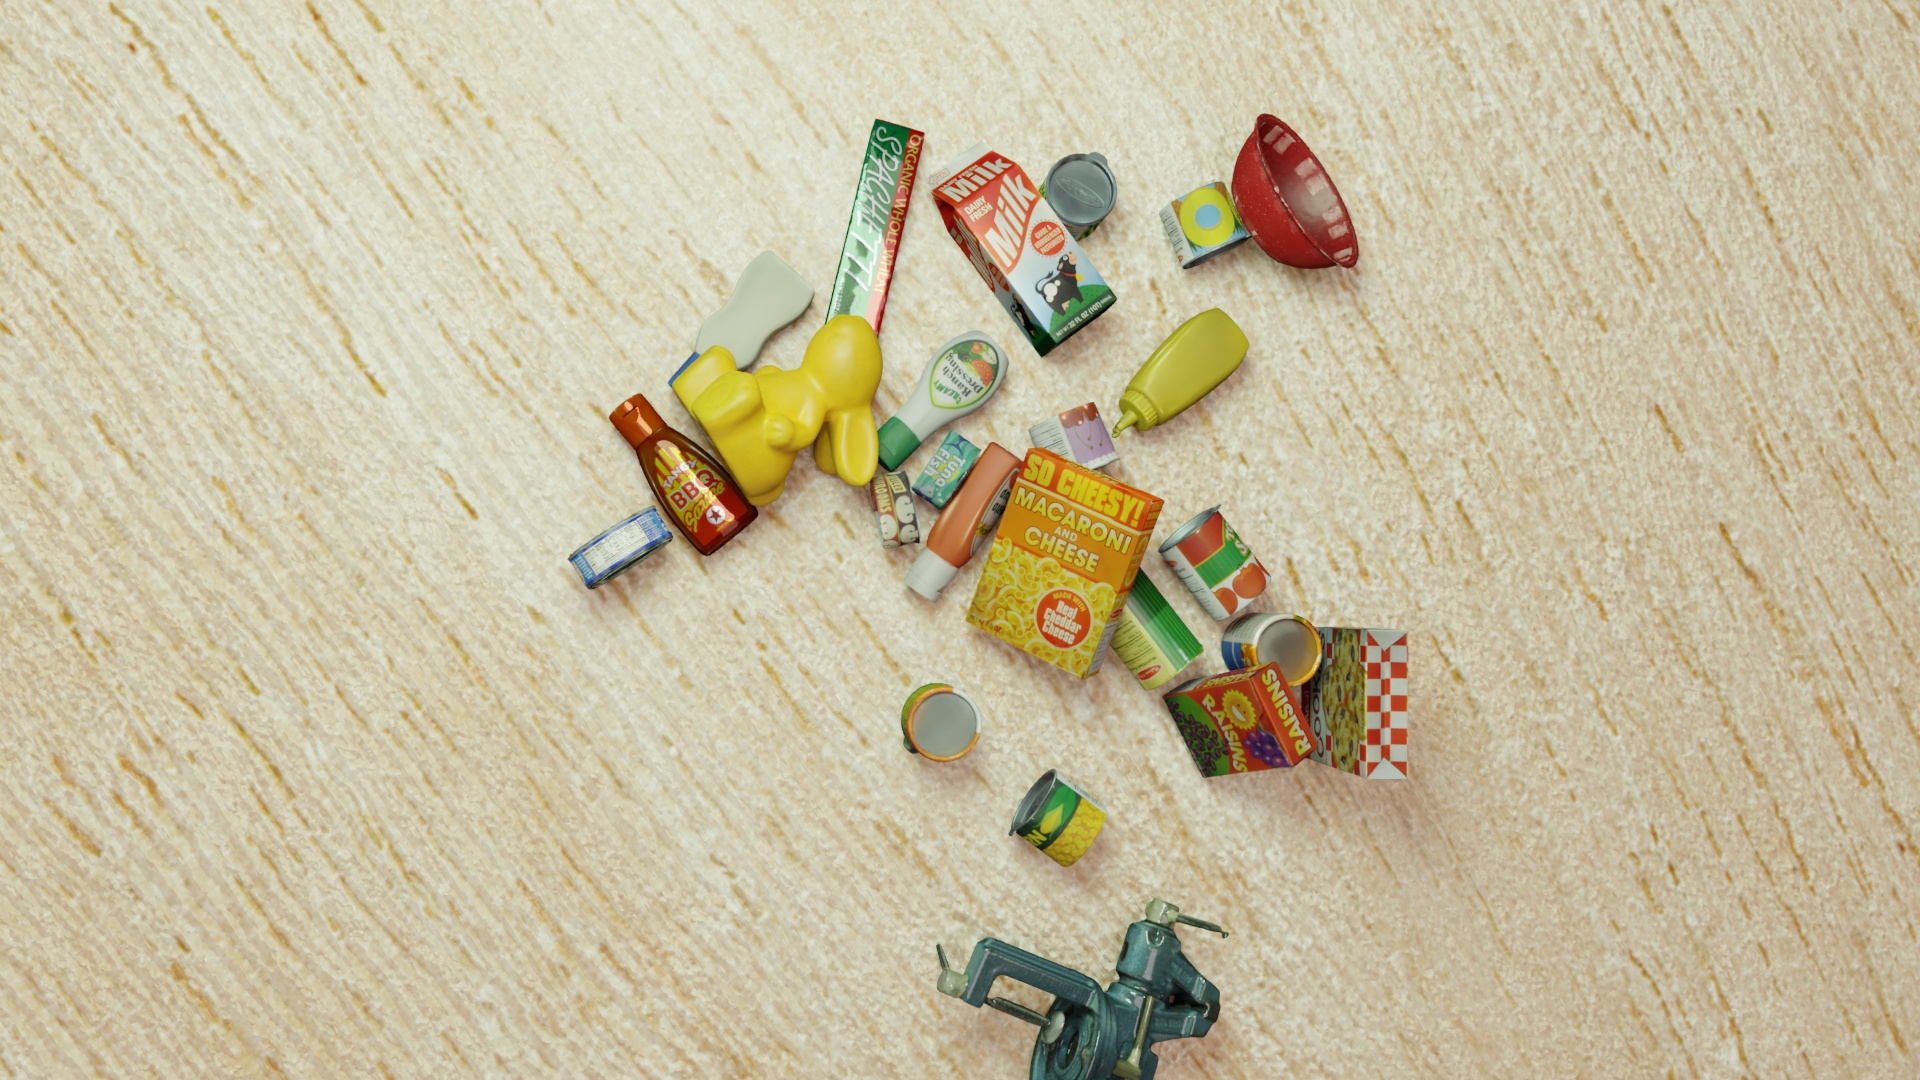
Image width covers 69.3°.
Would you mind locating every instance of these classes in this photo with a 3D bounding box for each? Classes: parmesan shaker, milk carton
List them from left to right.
[{"bbox_3d":[0.050,-0.266,1.248,0.072,0.073,0.190,-36,91,-8],"label":"milk carton"},{"bbox_3d":[0.162,0.073,1.244,0.071,0.071,0.103,-38,92,-8],"label":"parmesan shaker"}]

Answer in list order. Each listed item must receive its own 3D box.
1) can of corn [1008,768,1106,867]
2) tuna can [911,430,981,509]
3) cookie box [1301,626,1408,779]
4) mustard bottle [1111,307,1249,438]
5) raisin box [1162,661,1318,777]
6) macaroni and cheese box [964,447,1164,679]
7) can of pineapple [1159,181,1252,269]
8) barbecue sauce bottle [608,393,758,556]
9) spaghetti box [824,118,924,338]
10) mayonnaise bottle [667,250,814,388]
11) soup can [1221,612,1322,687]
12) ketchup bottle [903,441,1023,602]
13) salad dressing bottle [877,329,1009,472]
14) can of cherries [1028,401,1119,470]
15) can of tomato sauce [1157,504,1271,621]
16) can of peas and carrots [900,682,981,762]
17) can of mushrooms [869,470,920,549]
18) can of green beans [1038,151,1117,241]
[{"bbox_3d":[0.085,0.247,1.224,0.058,0.071,0.071,37,83,-5],"label":"can of corn"},{"bbox_3d":[-0.013,-0.063,1.228,0.033,0.071,0.071,35,83,-3],"label":"tuna can"},{"bbox_3d":[0.343,0.138,1.216,0.040,0.167,0.123,1,87,-4],"label":"cookie box"},{"bbox_3d":[0.190,-0.145,1.264,0.161,0.048,0.065,-41,91,-16],"label":"mustard bottle"},{"bbox_3d":[0.244,0.159,1.221,0.040,0.123,0.086,-26,91,-32],"label":"raisin box"},{"bbox_3d":[0.089,0.018,1.204,0.124,0.040,0.166,25,104,22],"label":"macaroni and cheese box"},{"bbox_3d":[0.225,-0.290,1.277,0.071,0.071,0.058,-24,90,-8],"label":"can of pineapple"},{"bbox_3d":[-0.245,-0.061,1.211,0.065,0.043,0.148,-40,92,-6],"label":"barbecue sauce bottle"},{"bbox_3d":[-0.083,-0.256,1.253,0.050,0.028,0.250,13,85,-7],"label":"spaghetti box"},{"bbox_3d":[-0.197,-0.183,1.227,0.065,0.041,0.148,41,84,-7],"label":"mayonnaise bottle"},{"bbox_3d":[0.282,0.100,1.251,0.071,0.083,0.071,0,87,-8],"label":"soup can"},{"bbox_3d":[0.004,-0.015,1.235,0.043,0.064,0.148,35,92,17],"label":"ketchup bottle"},{"bbox_3d":[-0.022,-0.124,1.245,0.064,0.044,0.148,45,82,-4],"label":"salad dressing bottle"},{"bbox_3d":[0.103,-0.087,1.250,0.071,0.071,0.058,-23,89,-8],"label":"can of cherries"},{"bbox_3d":[0.232,0.020,1.258,0.071,0.071,0.083,-39,93,-8],"label":"can of tomato sauce"},{"bbox_3d":[-0.019,0.161,1.220,0.071,0.058,0.071,0,86,-7],"label":"can of peas and carrots"},{"bbox_3d":[-0.058,-0.028,1.221,0.033,0.071,0.071,-11,88,-6],"label":"can of mushrooms"},{"bbox_3d":[0.104,-0.312,1.266,0.071,0.058,0.071,0,87,-7],"label":"can of green beans"}]
